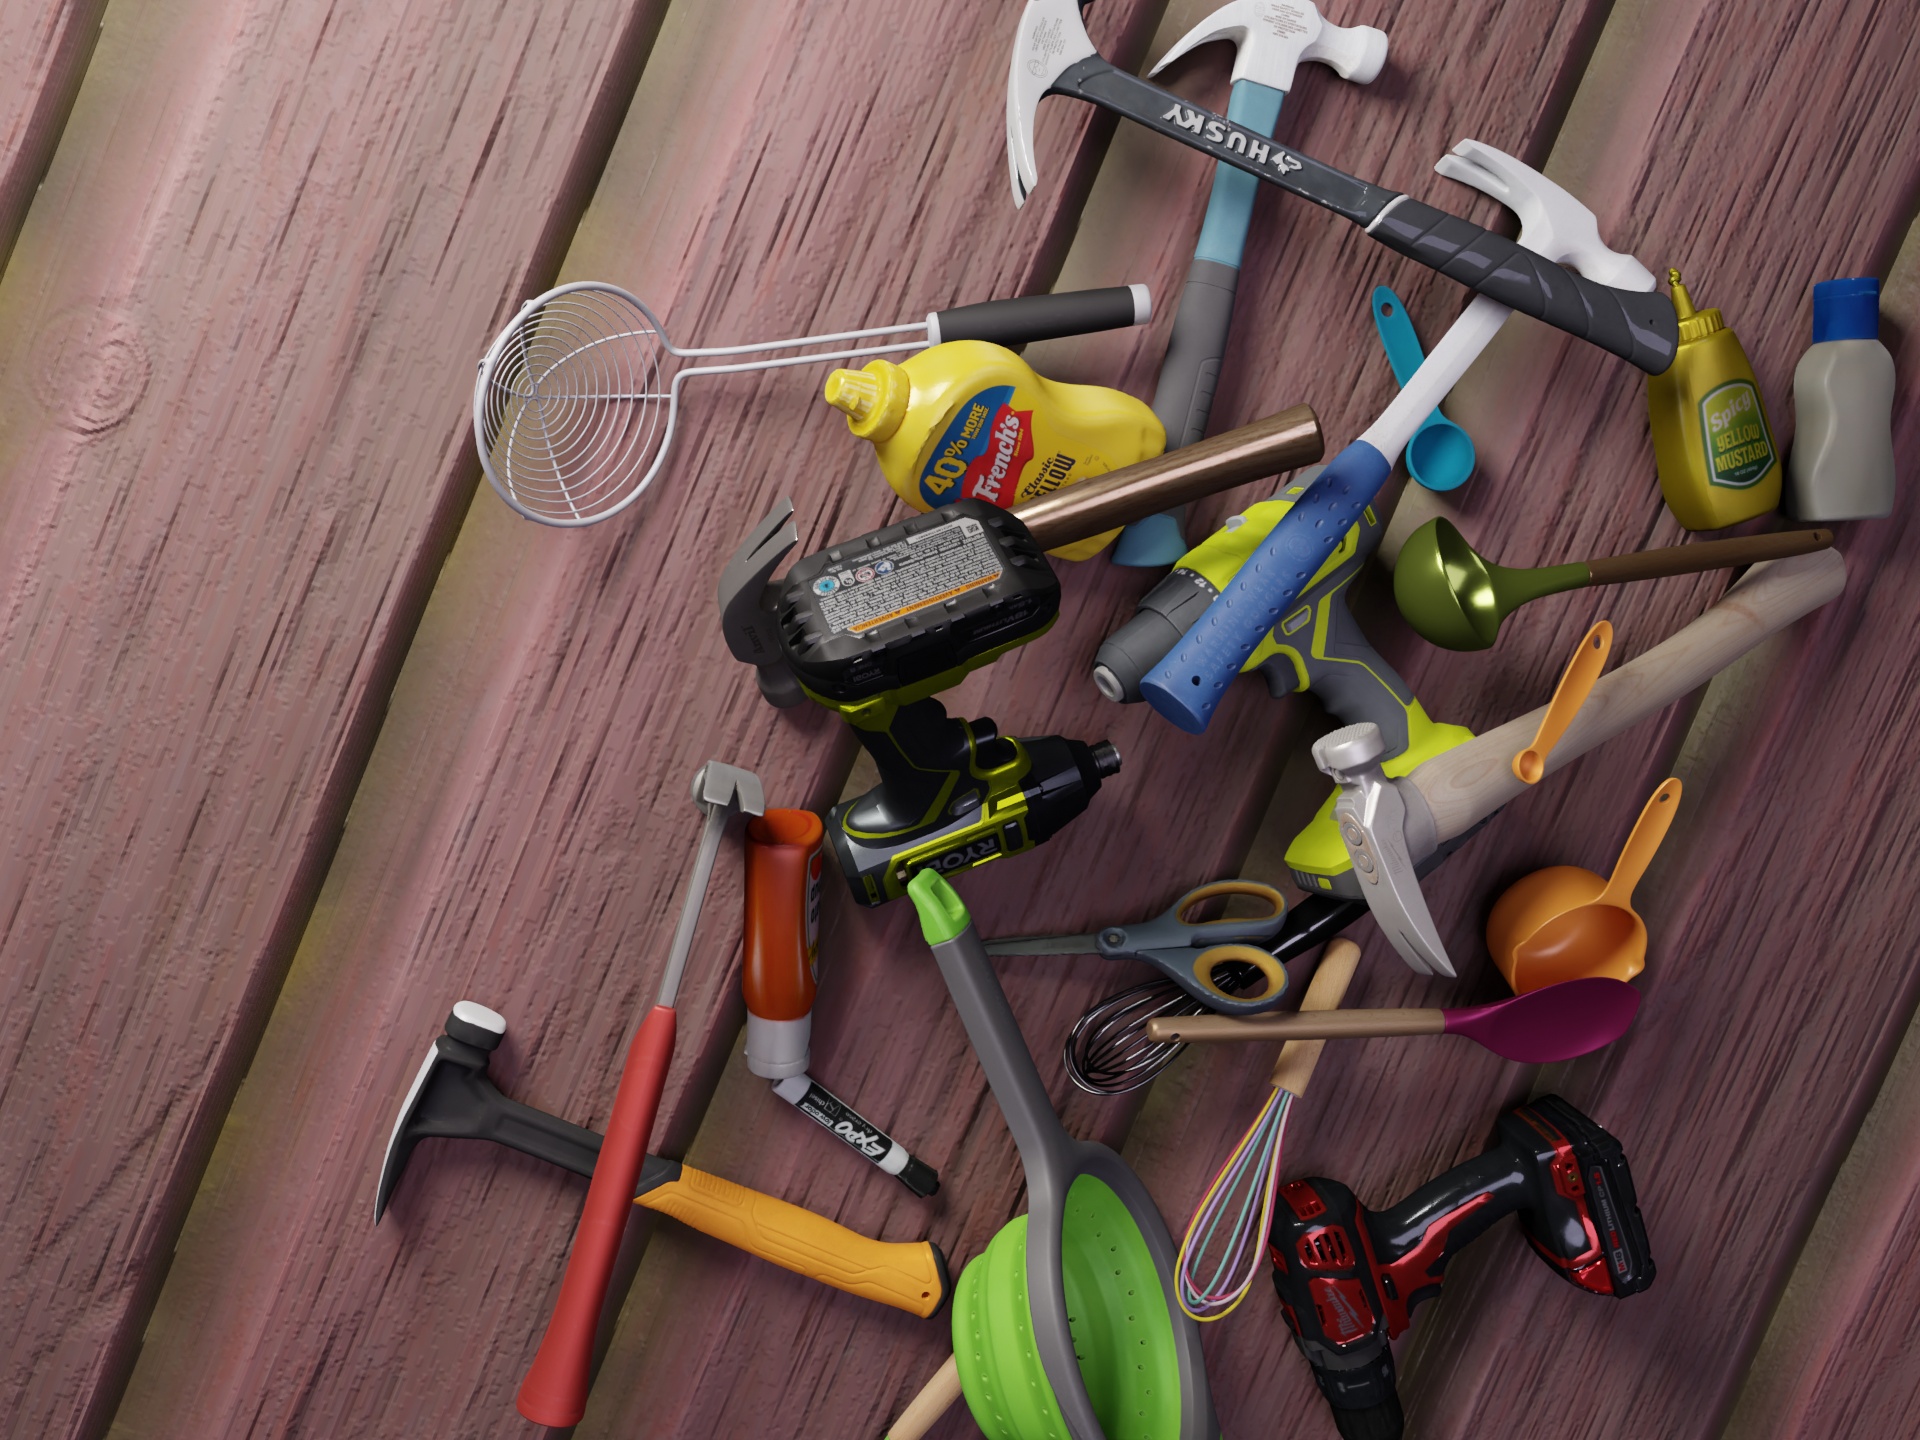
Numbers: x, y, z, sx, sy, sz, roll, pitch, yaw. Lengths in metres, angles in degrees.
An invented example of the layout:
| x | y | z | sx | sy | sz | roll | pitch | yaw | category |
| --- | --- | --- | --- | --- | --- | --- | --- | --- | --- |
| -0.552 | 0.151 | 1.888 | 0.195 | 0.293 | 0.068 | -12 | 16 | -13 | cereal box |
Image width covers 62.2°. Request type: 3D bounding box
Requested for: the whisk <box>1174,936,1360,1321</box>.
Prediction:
| x | y | z | sx | sy | sz | roll | pitch | yaw | category |
| --- | --- | --- | --- | --- | --- | --- | --- | --- | --- |
| 0.191 | 0.247 | 0.968 | 0.047 | 0.051 | 0.245 | 24 | 78 | 10 | whisk |

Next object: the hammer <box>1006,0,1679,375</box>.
| x | y | z | sx | sy | sz | roll | pitch | yaw | category |
| --- | --- | --- | --- | --- | --- | --- | --- | --- | --- |
| 0.214 | -0.280 | 0.866 | 0.408 | 0.036 | 0.149 | 21 | 80 | -10 | hammer |

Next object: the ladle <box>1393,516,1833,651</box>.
| x | y | z | sx | sy | sz | roll | pitch | yaw | category |
| --- | --- | --- | --- | --- | --- | --- | --- | --- | --- |
| 0.389 | -0.092 | 0.921 | 0.320 | 0.062 | 0.078 | -9 | 75 | -19 | ladle |

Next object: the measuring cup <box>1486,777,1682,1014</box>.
| x | y | z | sx | sy | sz | roll | pitch | yaw | category |
| --- | --- | --- | --- | --- | --- | --- | --- | --- | --- |
| 0.385 | 0.097 | 0.972 | 0.095 | 0.052 | 0.173 | 9 | 117 | -17 | measuring cup |

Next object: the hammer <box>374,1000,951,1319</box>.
| x | y | z | sx | sy | sz | roll | pitch | yaw | category |
| --- | --- | --- | --- | --- | --- | --- | --- | --- | --- |
| -0.161 | 0.282 | 0.921 | 0.336 | 0.034 | 0.127 | 26 | 91 | -14 | hammer |

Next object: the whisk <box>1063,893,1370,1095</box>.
| x | y | z | sx | sy | sz | roll | pitch | yaw | category |
| --- | --- | --- | --- | --- | --- | --- | --- | --- | --- |
| 0.166 | 0.151 | 0.967 | 0.239 | 0.055 | 0.055 | -30 | 102 | -11 | whisk |

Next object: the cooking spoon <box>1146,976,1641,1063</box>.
| x | y | z | sx | sy | sz | roll | pitch | yaw | category |
| --- | --- | --- | --- | --- | --- | --- | --- | --- | --- |
| 0.264 | 0.181 | 0.954 | 0.318 | 0.017 | 0.068 | 1 | 121 | -13 | cooking spoon |

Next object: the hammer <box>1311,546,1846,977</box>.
| x | y | z | sx | sy | sz | roll | pitch | yaw | category |
| --- | --- | --- | --- | --- | --- | --- | --- | --- | --- |
| 0.389 | -0.002 | 0.939 | 0.410 | 0.038 | 0.146 | -26 | 97 | -23 | hammer |

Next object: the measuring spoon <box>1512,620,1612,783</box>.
| x | y | z | sx | sy | sz | roll | pitch | yaw | category |
| --- | --- | --- | --- | --- | --- | --- | --- | --- | --- |
| 0.338 | -0.012 | 0.893 | 0.021 | 0.011 | 0.117 | 44 | 68 | -20 | measuring spoon |

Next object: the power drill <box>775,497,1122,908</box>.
| x | y | z | sx | sy | sz | roll | pitch | yaw | category |
| --- | --- | --- | --- | --- | --- | --- | --- | --- | --- |
| -0.001 | -0.003 | 0.845 | 0.171 | 0.080 | 0.223 | -21 | 140 | -6 | power drill |

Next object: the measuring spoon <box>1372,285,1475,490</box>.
| x | y | z | sx | sy | sz | roll | pitch | yaw | category |
| --- | --- | --- | --- | --- | --- | --- | --- | --- | --- |
| 0.271 | -0.199 | 0.957 | 0.042 | 0.021 | 0.128 | -21 | 92 | -7 | measuring spoon |

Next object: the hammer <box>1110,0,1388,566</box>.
| x | y | z | sx | sy | sz | roll | pitch | yaw | category |
| --- | --- | --- | --- | --- | --- | --- | --- | --- | --- |
| 0.145 | -0.247 | 0.913 | 0.128 | 0.033 | 0.331 | 12 | 95 | -14 | hammer |

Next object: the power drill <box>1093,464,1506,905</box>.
| x | y | z | sx | sy | sz | roll | pitch | yaw | category |
| --- | --- | --- | --- | --- | --- | --- | --- | --- | --- |
| 0.198 | -0.008 | 0.924 | 0.190 | 0.080 | 0.228 | -37 | 102 | -15 | power drill |

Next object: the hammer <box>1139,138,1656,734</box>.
| x | y | z | sx | sy | sz | roll | pitch | yaw | category |
| --- | --- | --- | --- | --- | --- | --- | --- | --- | --- |
| 0.231 | -0.159 | 0.888 | 0.144 | 0.035 | 0.405 | 42 | 74 | -4 | hammer |

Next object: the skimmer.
| x | y | z | sx | sy | sz | roll | pitch | yaw | category |
| --- | --- | --- | --- | --- | --- | --- | --- | --- | --- |
| -0.069 | -0.184 | 0.838 | 0.363 | 0.090 | 0.127 | -10 | 124 | -6 | skimmer |

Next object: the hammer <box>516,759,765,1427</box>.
| x | y | z | sx | sy | sz | roll | pitch | yaw | category |
| --- | --- | --- | --- | --- | --- | --- | --- | --- | --- |
| -0.168 | 0.198 | 0.836 | 0.036 | 0.149 | 0.359 | 16 | 90 | -11 | hammer |

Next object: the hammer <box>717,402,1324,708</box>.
| x | y | z | sx | sy | sz | roll | pitch | yaw | category |
| --- | --- | --- | --- | --- | --- | --- | --- | --- | --- |
| 0.030 | -0.101 | 0.840 | 0.331 | 0.031 | 0.129 | -19 | 145 | 3 | hammer |

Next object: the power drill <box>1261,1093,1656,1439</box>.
| x | y | z | sx | sy | sz | roll | pitch | yaw | category |
| --- | --- | --- | --- | --- | --- | --- | --- | --- | --- |
| 0.314 | 0.354 | 1.007 | 0.226 | 0.080 | 0.188 | -19 | 101 | -6 | power drill |

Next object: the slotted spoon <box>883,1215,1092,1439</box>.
| x | y | z | sx | sy | sz | roll | pitch | yaw | category |
| --- | --- | --- | --- | --- | --- | --- | --- | --- | --- |
| -0.020 | 0.423 | 0.973 | 0.070 | 0.031 | 0.314 | 42 | 86 | -14 | slotted spoon |

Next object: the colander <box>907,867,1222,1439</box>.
| x | y | z | sx | sy | sz | roll | pitch | yaw | category |
| --- | --- | --- | --- | --- | --- | --- | --- | --- | --- |
| 0.027 | 0.276 | 0.894 | 0.094 | 0.204 | 0.397 | -21 | 96 | 21 | colander |
